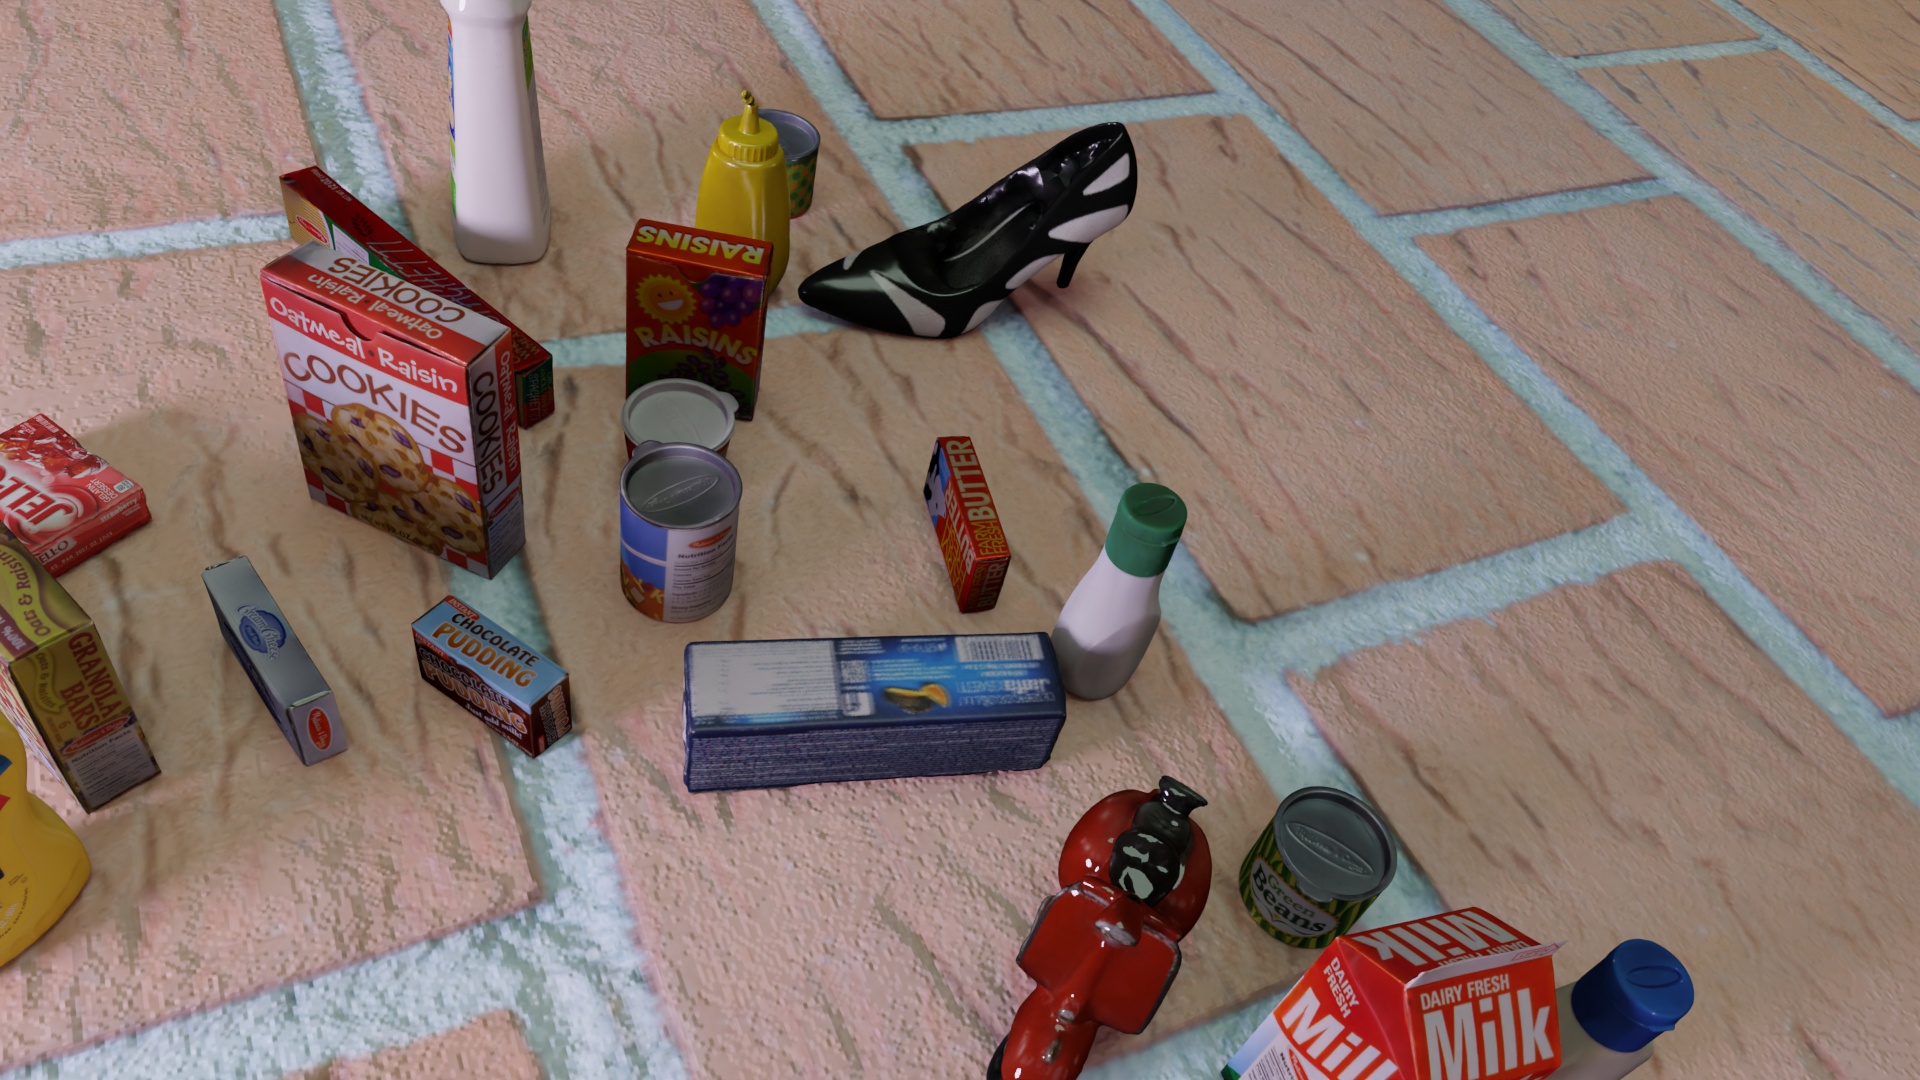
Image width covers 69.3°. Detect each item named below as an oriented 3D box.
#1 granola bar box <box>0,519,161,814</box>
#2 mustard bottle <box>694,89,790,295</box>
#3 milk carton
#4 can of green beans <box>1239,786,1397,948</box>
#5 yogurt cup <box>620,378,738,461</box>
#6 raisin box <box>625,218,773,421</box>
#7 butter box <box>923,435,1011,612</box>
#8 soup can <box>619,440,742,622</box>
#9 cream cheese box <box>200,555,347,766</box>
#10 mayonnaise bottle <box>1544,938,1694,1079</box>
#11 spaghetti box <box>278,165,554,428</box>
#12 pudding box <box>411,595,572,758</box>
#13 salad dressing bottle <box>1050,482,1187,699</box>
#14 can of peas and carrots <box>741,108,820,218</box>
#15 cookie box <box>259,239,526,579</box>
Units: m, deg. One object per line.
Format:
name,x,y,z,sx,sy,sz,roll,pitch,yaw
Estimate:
granola bar box,-0.454,0.036,0.652,0.166,0.123,0.039,37,51,19
mustard bottle,-0.147,-0.238,0.954,0.065,0.159,0.049,28,48,11
milk carton,0.187,0.221,0.601,0.072,0.189,0.074,-6,51,-19
can of green beans,0.188,0.173,0.734,0.071,0.057,0.071,7,47,-8
yogurt cup,-0.175,-0.058,0.856,0.072,0.053,0.073,7,47,-8
raisin box,-0.168,-0.138,0.883,0.086,0.122,0.040,10,47,-5
butter box,0.003,-0.011,0.858,0.024,0.052,0.104,-4,50,-17
soup can,-0.162,-0.006,0.791,0.071,0.083,0.072,7,47,-8
cream cheese box,-0.348,0.061,0.705,0.024,0.053,0.104,-27,60,-33
mayonnaise bottle,0.281,0.233,0.642,0.065,0.147,0.041,0,49,-14
spaghetti box,-0.356,-0.161,0.907,0.250,0.049,0.029,37,50,19
pudding box,-0.244,0.070,0.725,0.084,0.049,0.030,31,49,14
salad dressing bottle,0.089,0.030,0.778,0.064,0.146,0.044,-19,56,-28
can of peas and carrots,-0.145,-0.288,1.068,0.071,0.058,0.071,7,47,-8
cookie box,-0.303,-0.066,0.753,0.123,0.166,0.040,24,47,8
